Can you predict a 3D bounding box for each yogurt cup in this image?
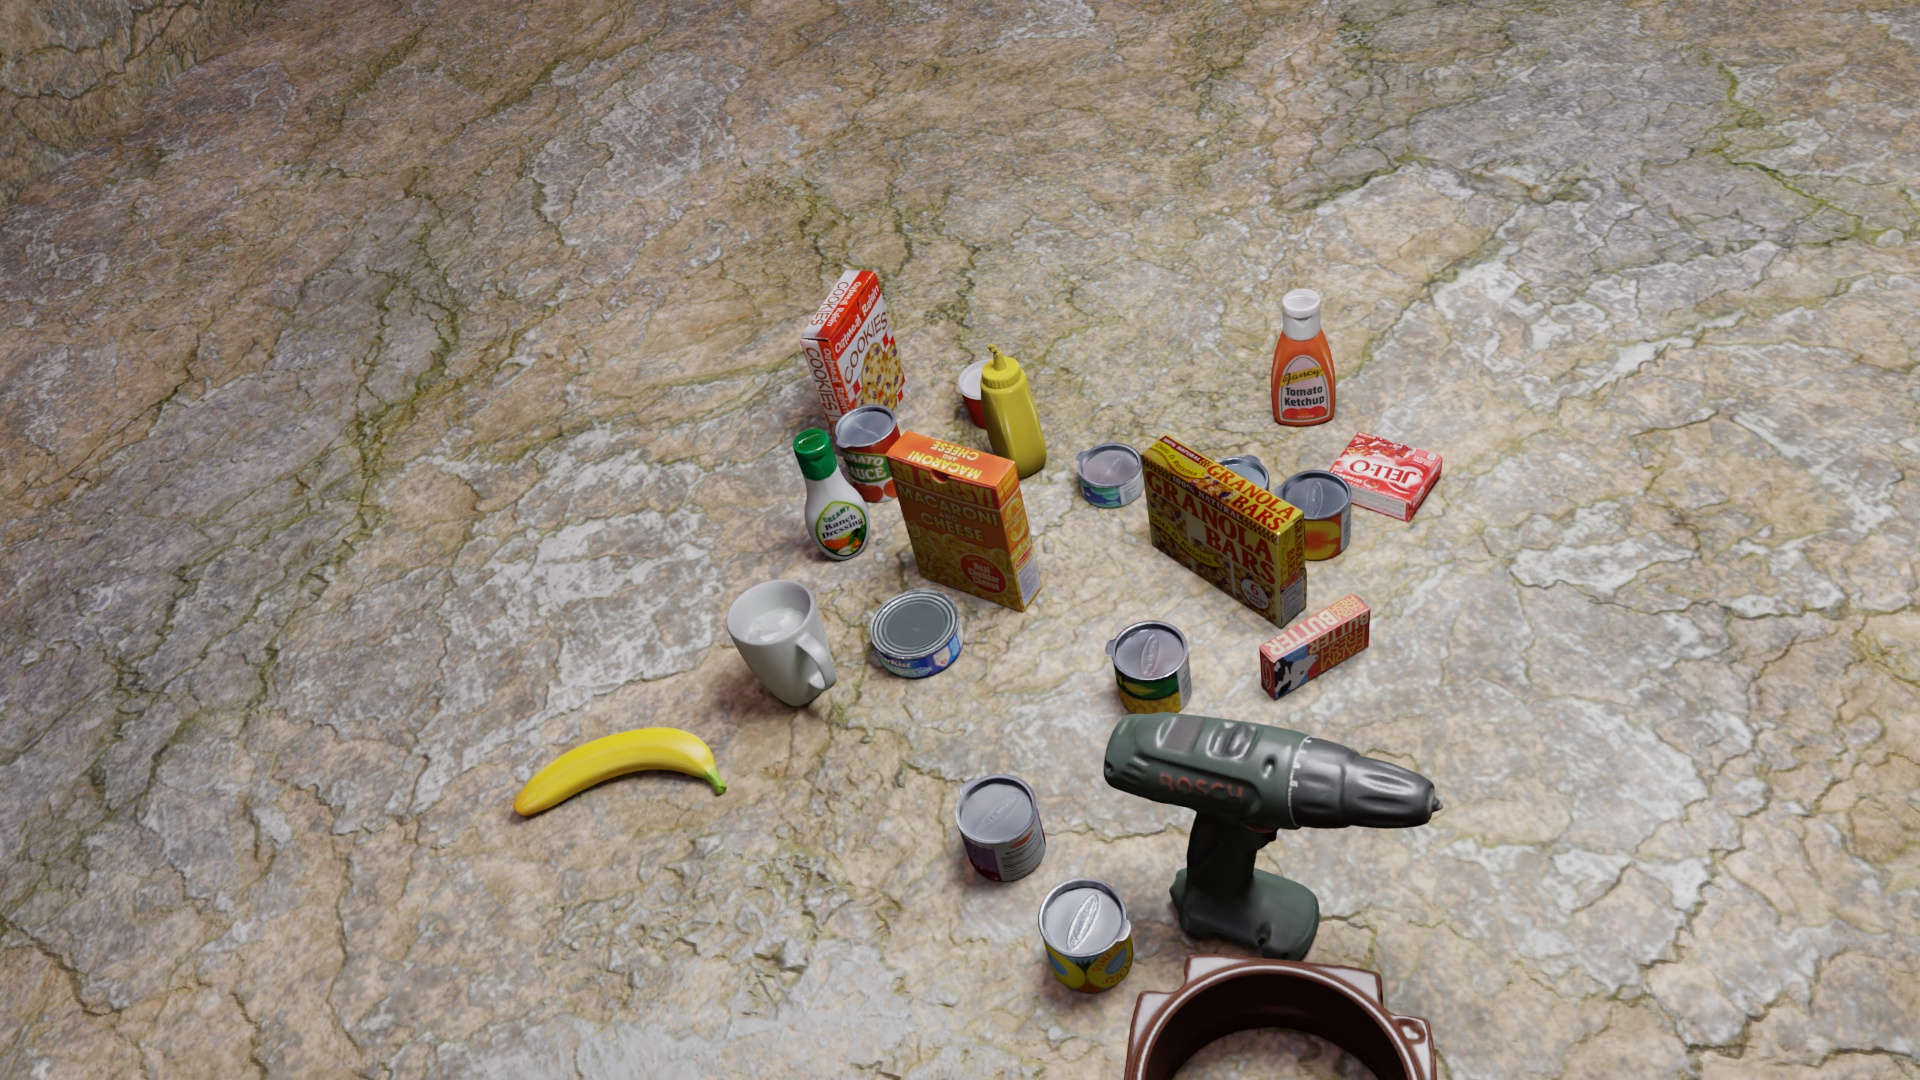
[{"bbox_3d":[0.034,-0.159,1.525,0.072,0.053,0.073,-8,44,8],"label":"yogurt cup"}]

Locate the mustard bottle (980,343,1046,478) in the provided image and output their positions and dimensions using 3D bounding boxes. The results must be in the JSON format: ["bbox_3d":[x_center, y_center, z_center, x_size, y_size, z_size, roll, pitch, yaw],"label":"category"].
[{"bbox_3d":[0.050,-0.138,1.422,0.049,0.159,0.065,-28,45,-13],"label":"mustard bottle"}]

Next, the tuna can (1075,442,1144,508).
[{"bbox_3d":[0.151,-0.067,1.415,0.071,0.032,0.071,-8,44,8],"label":"tuna can"}]

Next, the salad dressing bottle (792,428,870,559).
[{"bbox_3d":[-0.132,-0.046,1.387,0.064,0.147,0.044,-23,44,-8],"label":"salad dressing bottle"}]

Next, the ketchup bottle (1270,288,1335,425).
[{"bbox_3d":[0.344,-0.184,1.398,0.065,0.148,0.044,-3,45,12],"label":"ketchup bottle"}]

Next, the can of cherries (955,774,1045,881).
[{"bbox_3d":[0.032,0.231,1.127,0.071,0.058,0.072,-8,44,8],"label":"can of cherries"}]

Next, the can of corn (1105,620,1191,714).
[{"bbox_3d":[0.165,0.113,1.211,0.071,0.058,0.071,-8,44,8],"label":"can of corn"}]

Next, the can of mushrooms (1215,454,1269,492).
[{"bbox_3d":[0.272,-0.050,1.366,0.071,0.033,0.071,-8,44,8],"label":"can of mushrooms"}]

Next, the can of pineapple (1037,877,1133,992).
[{"bbox_3d":[0.096,0.298,1.043,0.071,0.057,0.071,-8,44,8],"label":"can of pineapple"}]

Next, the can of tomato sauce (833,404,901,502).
[{"bbox_3d":[-0.092,-0.090,1.468,0.071,0.082,0.071,-8,44,8],"label":"can of tomato sauce"}]

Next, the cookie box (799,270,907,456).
[{"bbox_3d":[-0.112,-0.192,1.516,0.040,0.166,0.123,7,48,22],"label":"cookie box"}]

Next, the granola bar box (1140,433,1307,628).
[{"bbox_3d":[0.241,-0.010,1.268,0.039,0.123,0.166,-36,48,-20],"label":"granola bar box"}]

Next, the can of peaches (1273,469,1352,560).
[{"bbox_3d":[0.331,-0.024,1.305,0.071,0.057,0.071,-8,44,8],"label":"can of peaches"}]

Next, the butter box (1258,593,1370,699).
[{"bbox_3d":[0.306,0.091,1.199,0.104,0.053,0.024,-27,45,-13],"label":"butter box"}]

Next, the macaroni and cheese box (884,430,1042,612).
[{"bbox_3d":[0.005,-0.016,1.307,0.124,0.165,0.040,18,53,30],"label":"macaroni and cheese box"}]
